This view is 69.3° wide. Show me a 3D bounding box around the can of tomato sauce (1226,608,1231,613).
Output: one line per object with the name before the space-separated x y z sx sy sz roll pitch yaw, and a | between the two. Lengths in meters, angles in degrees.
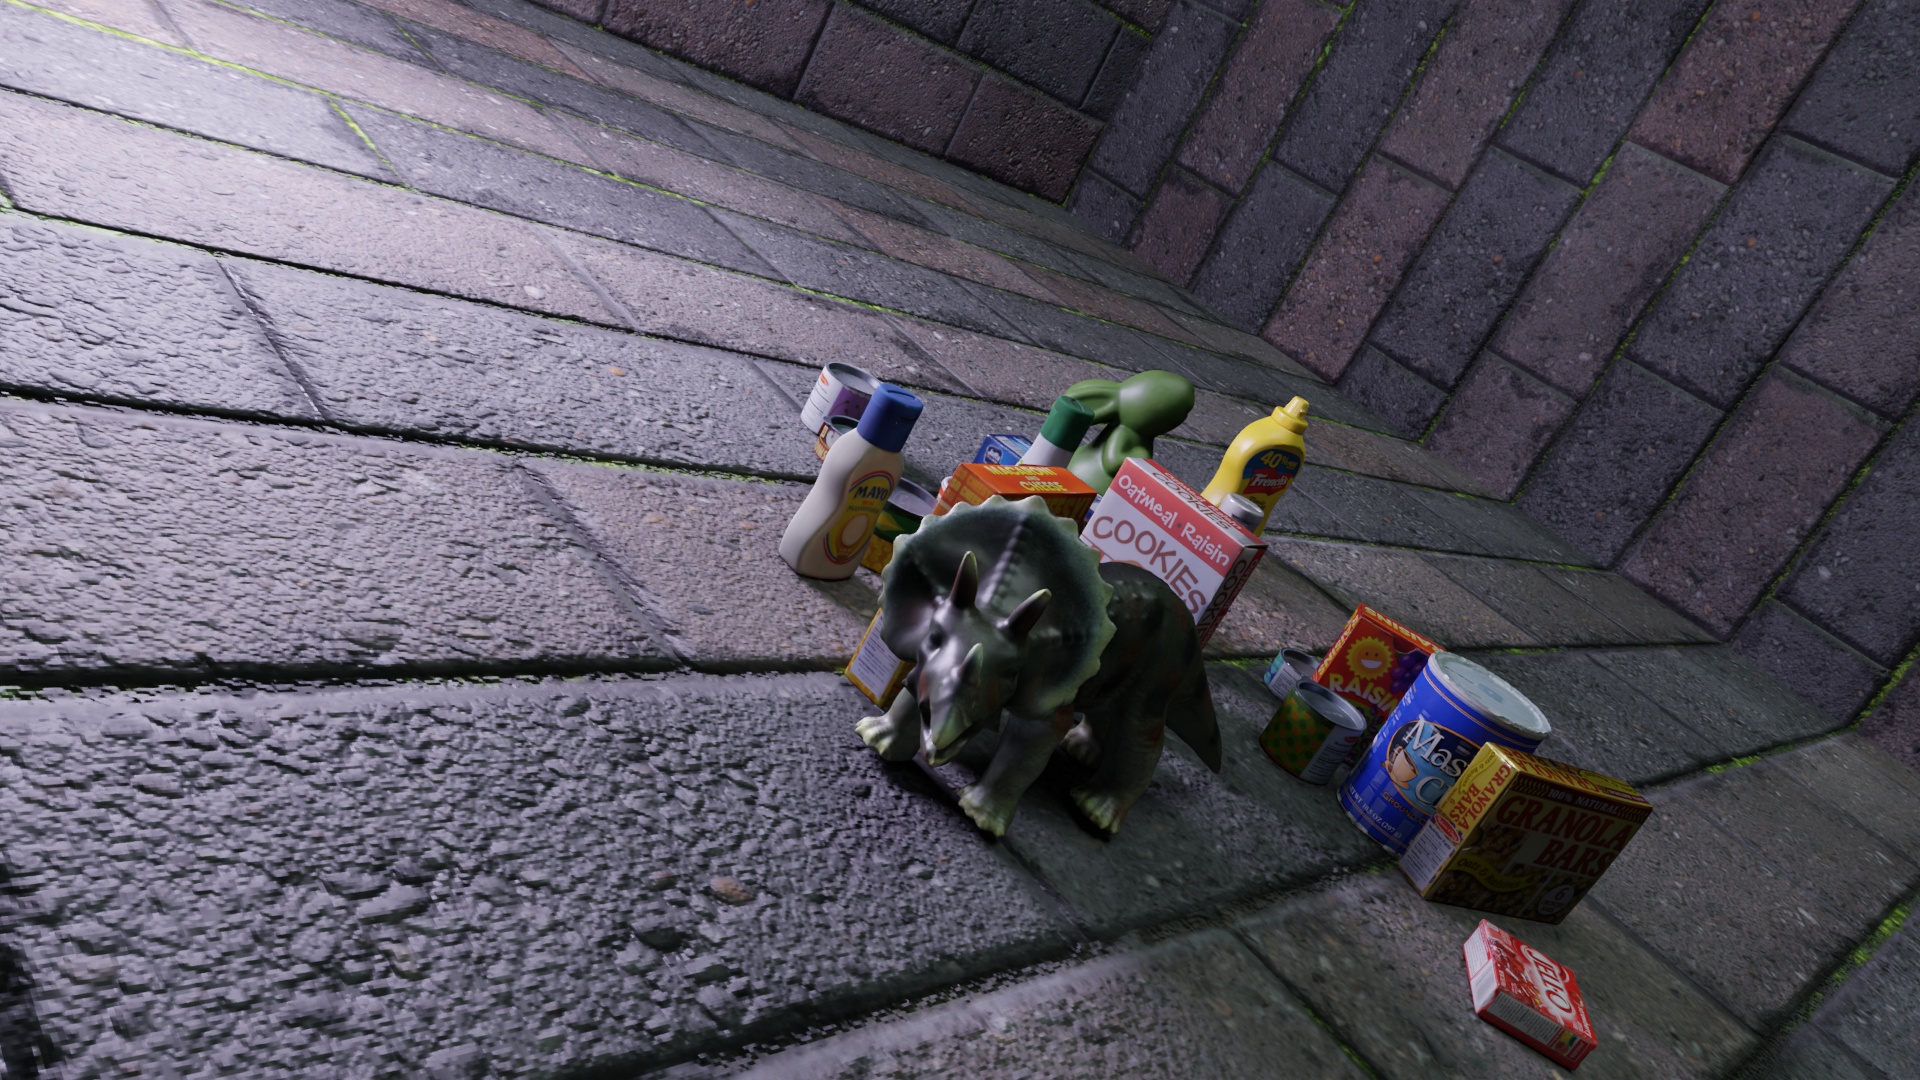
can of tomato sauce | 0.170 0.075 1.139 0.071 0.082 0.071 25 20 -10

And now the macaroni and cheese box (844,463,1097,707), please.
macaroni and cheese box | 0.008 0.027 0.917 0.040 0.165 0.124 39 22 27

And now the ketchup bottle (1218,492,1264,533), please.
ketchup bottle | 0.210 0.029 1.208 0.065 0.148 0.044 28 19 -1

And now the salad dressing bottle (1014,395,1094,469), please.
salad dressing bottle | 0.069 -0.058 1.234 0.044 0.147 0.064 23 20 -17

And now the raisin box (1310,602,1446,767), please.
raisin box | 0.347 0.127 1.188 0.086 0.123 0.040 31 19 5

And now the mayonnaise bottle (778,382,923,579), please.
mayonnaise bottle | -0.075 -0.042 1.003 0.065 0.147 0.041 6 29 -48

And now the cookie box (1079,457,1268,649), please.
cookie box | 0.140 0.038 1.066 0.123 0.166 0.040 41 23 31

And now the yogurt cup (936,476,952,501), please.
yogurt cup | 0.004 -0.015 1.181 0.072 0.053 0.073 25 20 -10

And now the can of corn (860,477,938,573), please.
can of corn | -0.058 -0.014 1.089 0.071 0.058 0.071 25 20 -10

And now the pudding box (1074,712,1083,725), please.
pudding box | 0.071 0.092 1.014 0.084 0.049 0.030 31 20 7

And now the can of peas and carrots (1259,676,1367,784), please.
can of peas and carrots | 0.286 0.155 1.135 0.071 0.058 0.071 25 20 -10

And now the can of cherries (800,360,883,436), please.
can of cherries | -0.106 -0.126 1.299 0.071 0.058 0.072 25 20 -10

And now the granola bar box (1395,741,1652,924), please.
granola bar box | 0.431 0.226 1.057 0.165 0.123 0.039 17 22 -29

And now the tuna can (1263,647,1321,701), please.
tuna can | 0.314 0.130 1.272 0.071 0.032 0.071 25 20 -10

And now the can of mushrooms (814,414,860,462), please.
can of mushrooms | -0.097 -0.083 1.242 0.071 0.033 0.071 25 20 -10
